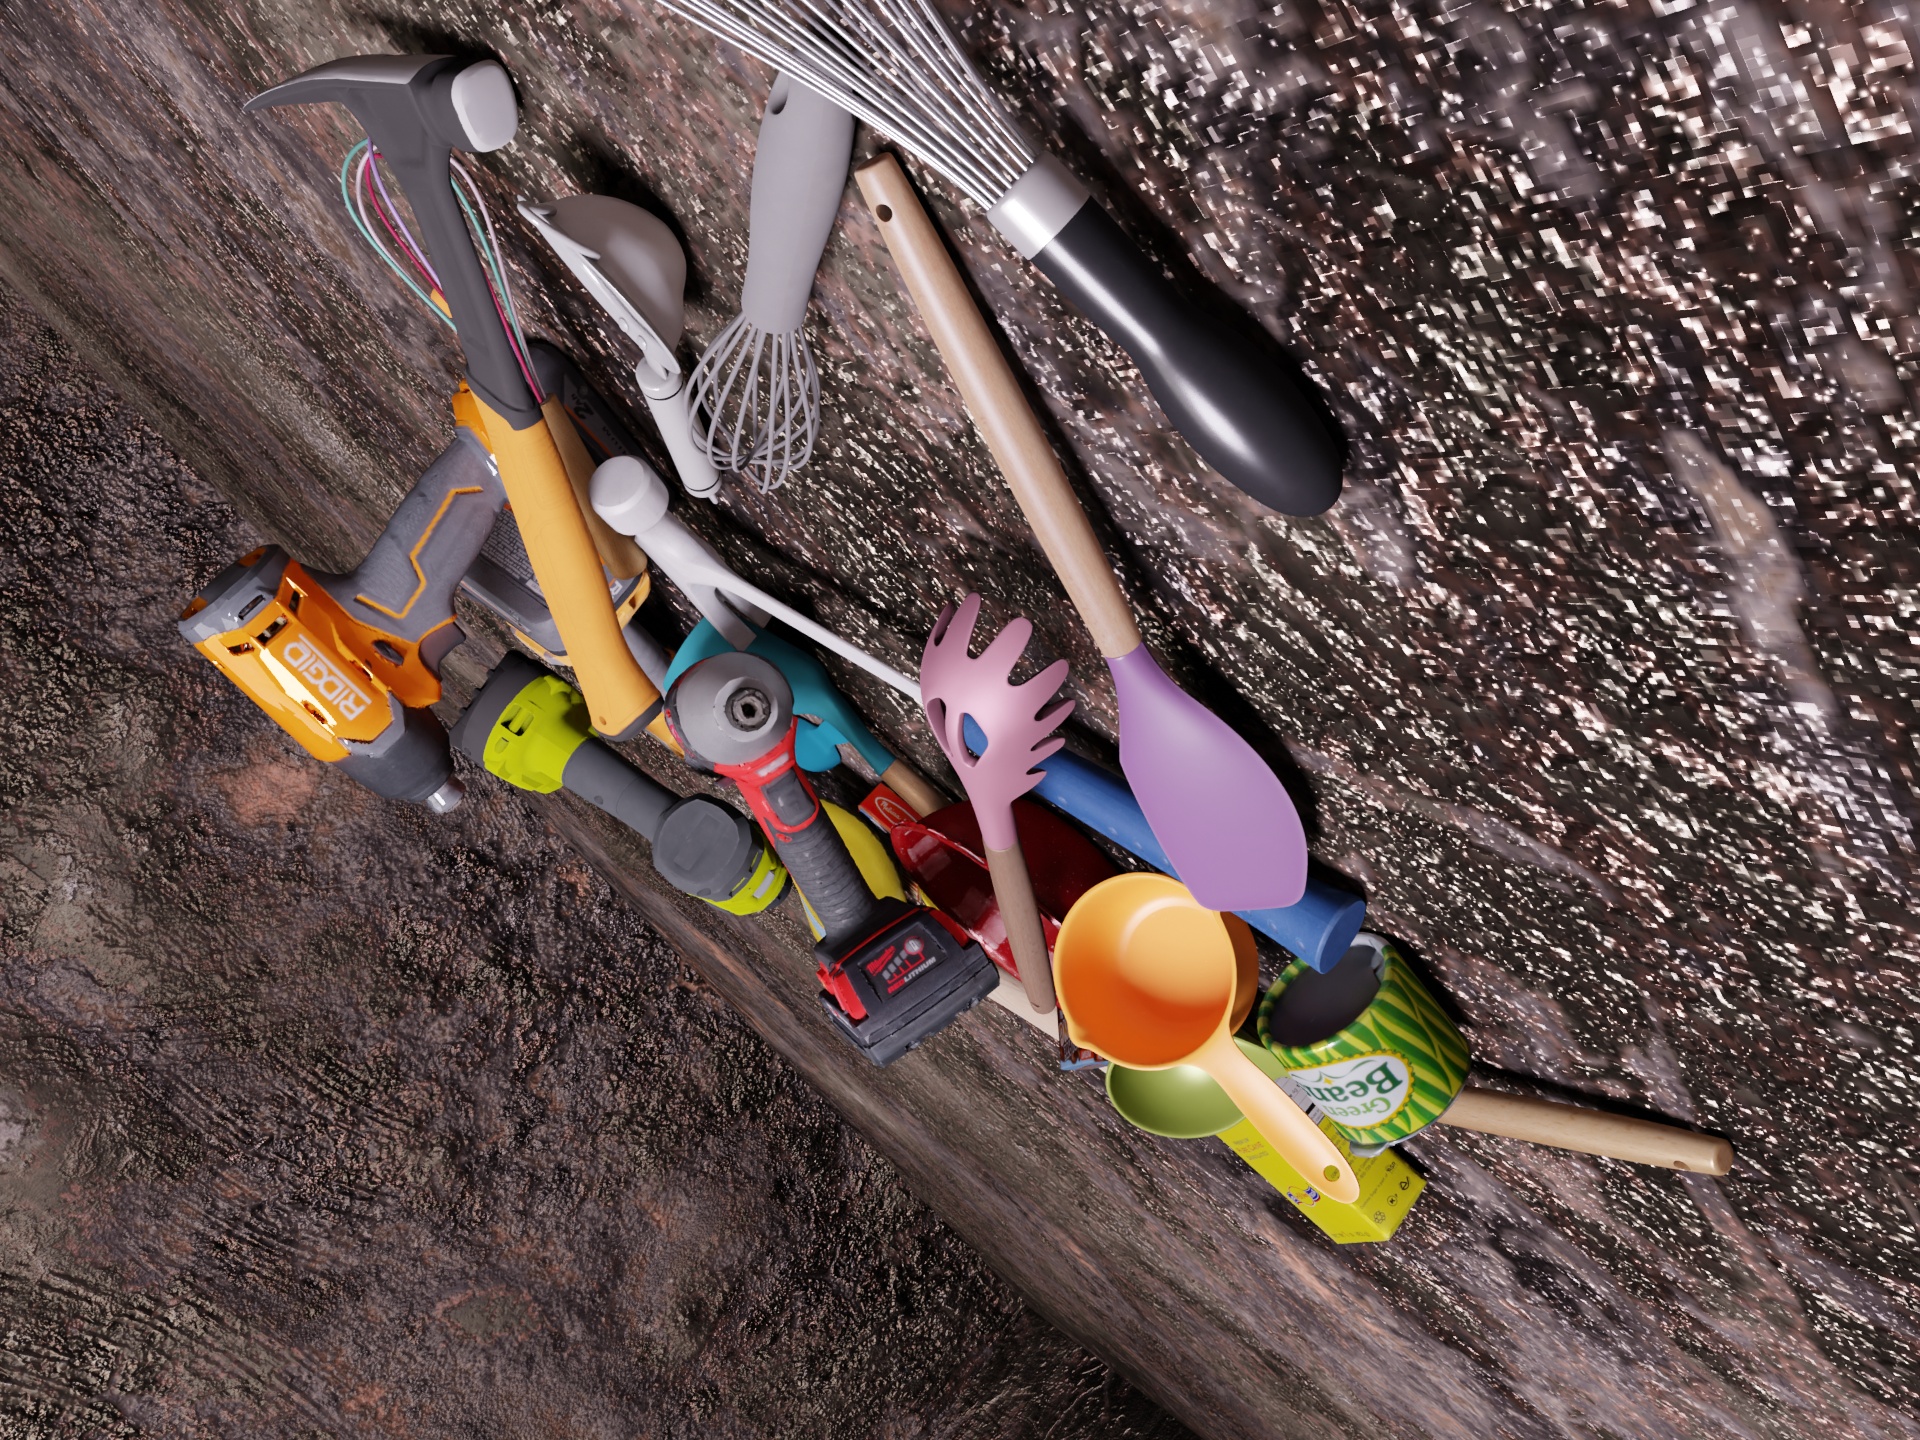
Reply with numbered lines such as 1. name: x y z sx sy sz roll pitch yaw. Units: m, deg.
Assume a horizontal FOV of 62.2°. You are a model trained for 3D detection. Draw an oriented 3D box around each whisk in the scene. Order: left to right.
1. whisk: -0.215 -0.169 0.760 0.047 0.051 0.244 11 137 45
2. whisk: -0.062 -0.145 0.543 0.055 0.055 0.239 42 158 3
3. whisk: -0.003 -0.151 0.390 0.284 0.070 0.070 42 163 -13

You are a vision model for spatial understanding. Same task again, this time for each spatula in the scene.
1. spatula: -0.028 0.051 0.913 0.317 0.044 0.082 41 132 -1
2. spatula: 0.047 -0.046 0.540 0.060 0.018 0.315 -10 125 34

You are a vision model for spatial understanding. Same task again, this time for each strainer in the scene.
1. strainer: -0.128 -0.152 0.671 0.087 0.050 0.258 46 169 14

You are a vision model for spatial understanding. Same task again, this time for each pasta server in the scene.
1. pasta server: 0.025 0.057 0.690 0.060 0.040 0.316 30 157 25

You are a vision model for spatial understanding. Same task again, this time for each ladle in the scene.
1. ladle: 0.180 0.172 0.695 0.078 0.062 0.320 46 155 -22

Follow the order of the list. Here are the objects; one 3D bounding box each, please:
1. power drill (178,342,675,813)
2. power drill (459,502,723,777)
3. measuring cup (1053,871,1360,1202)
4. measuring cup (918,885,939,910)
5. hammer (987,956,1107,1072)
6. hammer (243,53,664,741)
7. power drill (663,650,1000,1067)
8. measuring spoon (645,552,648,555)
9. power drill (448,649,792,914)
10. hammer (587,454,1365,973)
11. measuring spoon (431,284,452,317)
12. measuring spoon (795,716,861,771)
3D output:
1. power drill: -0.260 -0.069 0.830 0.084 0.226 0.164 15 148 56
2. power drill: -0.242 -0.062 1.048 0.185 0.084 0.226 32 167 30
3. measuring cup: 0.119 0.142 0.713 0.174 0.095 0.052 47 -163 21
4. measuring cup: -0.008 0.128 1.054 0.062 0.029 0.156 43 158 3
5. hammer: 0.016 0.176 1.127 0.411 0.038 0.146 22 152 47
6. hammer: -0.206 -0.128 0.723 0.127 0.034 0.336 13 134 29
7. power drill: -0.076 0.062 0.823 0.219 0.078 0.143 58 166 -7
8. measuring spoon: -0.235 -0.135 0.969 0.124 0.018 0.034 40 162 6
9. power drill: -0.216 0.055 1.083 0.228 0.080 0.190 32 172 13
10. hammer: -0.001 -0.002 0.728 0.406 0.035 0.144 30 169 28
11. measuring spoon: -0.254 -0.193 0.888 0.116 0.011 0.021 51 161 -25
12. measuring spoon: -0.086 0.014 0.988 0.042 0.021 0.128 45 162 -8
